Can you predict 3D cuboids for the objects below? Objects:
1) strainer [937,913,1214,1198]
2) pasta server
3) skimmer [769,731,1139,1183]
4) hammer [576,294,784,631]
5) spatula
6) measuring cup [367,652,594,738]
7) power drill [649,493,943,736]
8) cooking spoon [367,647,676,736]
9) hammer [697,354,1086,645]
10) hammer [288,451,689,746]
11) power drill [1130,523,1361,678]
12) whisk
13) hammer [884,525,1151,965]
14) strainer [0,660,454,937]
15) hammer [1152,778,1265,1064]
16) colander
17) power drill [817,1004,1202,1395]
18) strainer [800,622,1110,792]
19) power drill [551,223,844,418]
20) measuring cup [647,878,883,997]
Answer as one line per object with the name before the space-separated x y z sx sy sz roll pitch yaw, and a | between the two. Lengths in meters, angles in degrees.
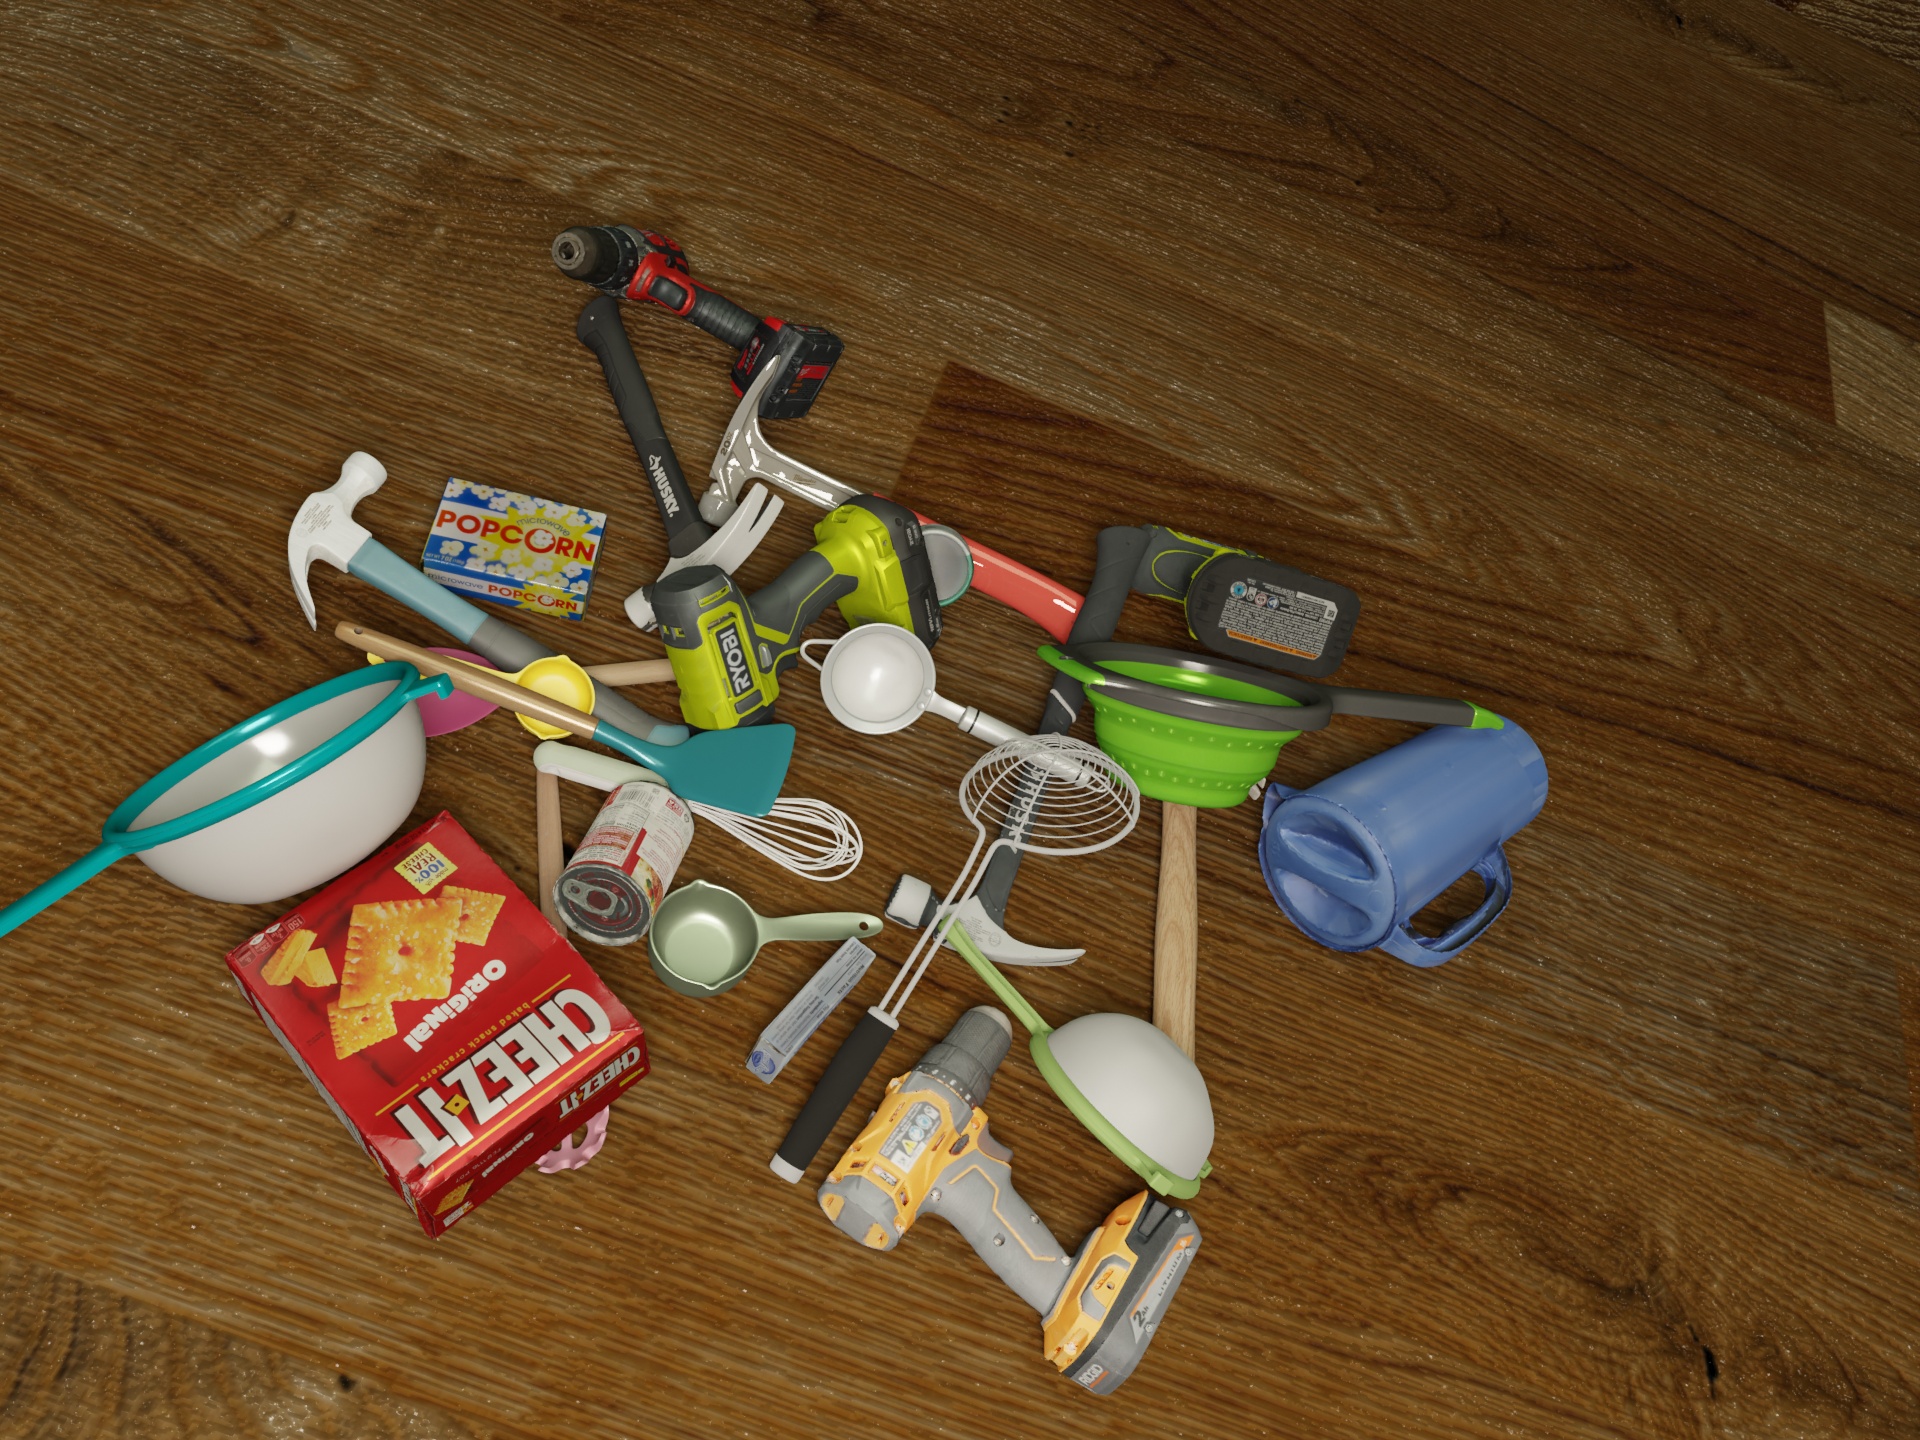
strainer | 0.088 0.211 1.096 0.069 0.151 0.256 -47 68 6
pasta server | -0.274 0.154 1.073 0.060 0.040 0.317 -6 58 -10
skimmer | -0.008 0.161 1.097 0.127 0.090 0.363 27 78 31
hammer | -0.252 -0.237 1.310 0.035 0.146 0.335 34 25 -54
spatula | -0.274 -0.011 1.099 0.317 0.044 0.082 22 52 -10
measuring cup | -0.337 -0.026 1.123 0.156 0.029 0.062 14 78 -11
power drill | -0.121 -0.065 1.213 0.080 0.171 0.223 13 37 42
cooking spoon | -0.290 -0.031 1.203 0.318 0.017 0.069 -7 73 -23
hammer | -0.031 -0.162 1.331 0.359 0.149 0.037 25 11 -8
hammer | -0.340 -0.060 1.166 0.331 0.033 0.128 33 62 -6
power drill | 0.250 -0.103 1.343 0.190 0.080 0.229 15 12 -9
whisk | -0.188 0.061 1.152 0.246 0.057 0.059 18 62 -8
hammer | 0.080 0.007 1.261 0.149 0.036 0.409 25 62 -5
strainer | -0.465 0.087 0.986 0.340 0.211 0.095 -41 116 -34
hammer | 0.171 0.137 1.235 0.130 0.031 0.332 7 57 -1
colander | 0.246 0.015 1.233 0.397 0.094 0.205 5 13 -21
power drill | 0.044 0.308 1.057 0.226 0.084 0.185 33 51 9
strainer | -0.002 -0.004 1.201 0.258 0.087 0.050 26 14 -7
power drill | -0.228 -0.350 1.358 0.227 0.080 0.188 34 17 5
measuring cup | -0.138 0.155 1.121 0.167 0.038 0.083 0 58 -22
